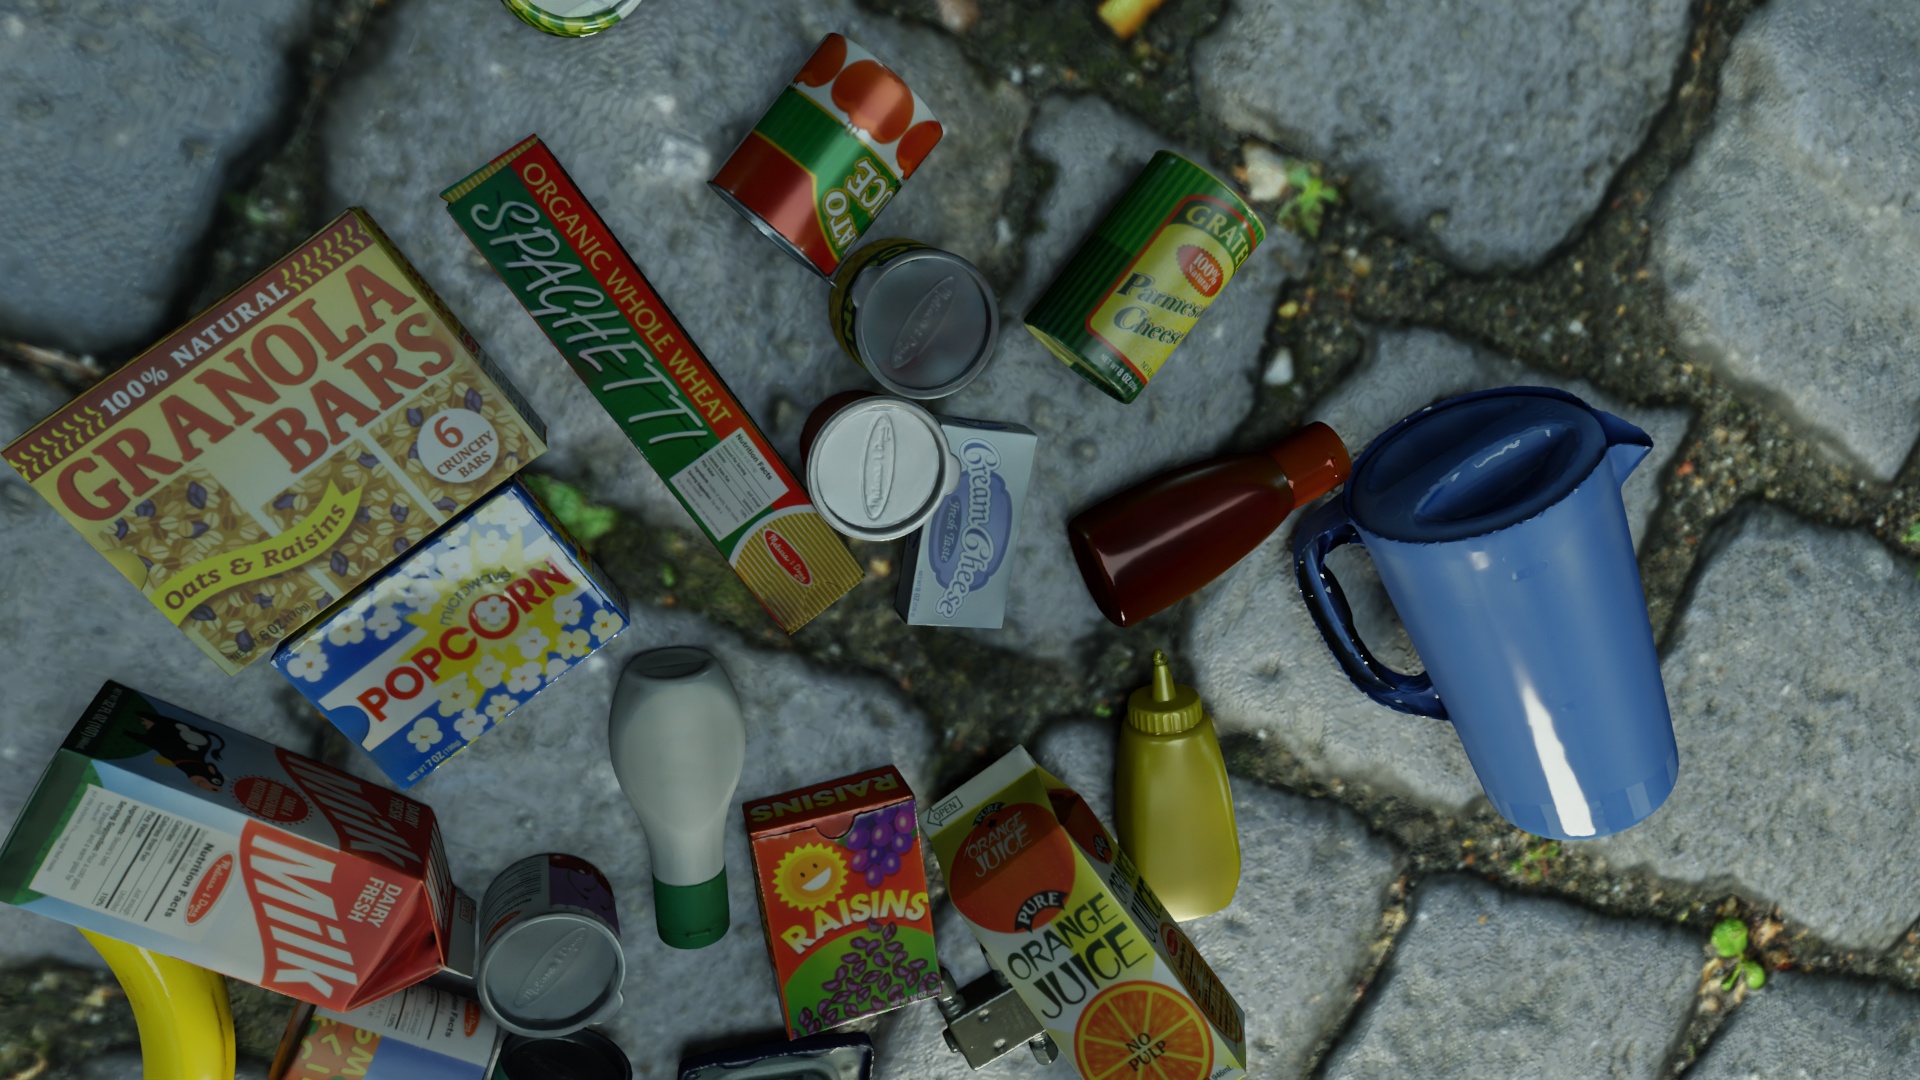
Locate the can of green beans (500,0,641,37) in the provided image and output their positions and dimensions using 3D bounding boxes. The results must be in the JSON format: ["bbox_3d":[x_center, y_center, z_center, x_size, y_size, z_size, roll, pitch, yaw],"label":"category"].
[{"bbox_3d":[-0.156,-0.235,0.551,0.071,0.058,0.071,-5,108,-17],"label":"can of green beans"}]

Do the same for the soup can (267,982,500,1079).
[{"bbox_3d":[-0.272,0.243,0.655,0.084,0.071,0.071,28,96,-23],"label":"soup can"}]

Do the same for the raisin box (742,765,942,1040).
[{"bbox_3d":[-0.061,0.188,0.723,0.086,0.040,0.123,-12,109,-14],"label":"raisin box"}]

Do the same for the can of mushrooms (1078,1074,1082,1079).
[{"bbox_3d":[0.087,0.293,0.788,0.033,0.071,0.070,-14,110,-12],"label":"can of mushrooms"}]

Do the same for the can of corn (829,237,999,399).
[{"bbox_3d":[-0.025,-0.104,0.635,0.071,0.058,0.071,-6,108,-17],"label":"can of corn"}]

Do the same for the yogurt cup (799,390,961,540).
[{"bbox_3d":[-0.043,-0.039,0.651,0.072,0.054,0.072,-5,108,-17],"label":"yogurt cup"}]

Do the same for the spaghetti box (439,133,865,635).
[{"bbox_3d":[-0.132,-0.065,0.627,0.050,0.029,0.249,-37,114,-5],"label":"spaghetti box"}]

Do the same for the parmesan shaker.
[{"bbox_3d":[0.089,-0.123,0.664,0.071,0.071,0.103,37,93,-24],"label":"parmesan shaker"}]

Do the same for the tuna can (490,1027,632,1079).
[{"bbox_3d":[-0.200,0.272,0.685,0.071,0.071,0.032,17,101,-22],"label":"tuna can"}]

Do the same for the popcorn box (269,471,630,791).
[{"bbox_3d":[-0.225,0.039,0.623,0.127,0.038,0.085,-37,115,-5],"label":"popcorn box"}]

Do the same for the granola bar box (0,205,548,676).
[{"bbox_3d":[-0.278,-0.041,0.580,0.166,0.039,0.124,-37,114,-5],"label":"granola bar box"}]

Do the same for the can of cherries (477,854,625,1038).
[{"bbox_3d":[-0.196,0.196,0.670,0.071,0.058,0.071,-5,107,-18],"label":"can of cherries"}]

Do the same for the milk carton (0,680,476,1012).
[{"bbox_3d":[-0.302,0.142,0.611,0.190,0.072,0.073,30,96,-23],"label":"milk carton"}]

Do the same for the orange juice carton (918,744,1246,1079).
[{"bbox_3d":[0.062,0.202,0.721,0.071,0.073,0.193,-38,86,11],"label":"orange juice carton"}]

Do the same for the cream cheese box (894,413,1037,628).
[{"bbox_3d":[0.002,-0.009,0.692,0.053,0.024,0.103,4,105,-21],"label":"cream cheese box"}]

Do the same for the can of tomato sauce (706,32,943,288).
[{"bbox_3d":[-0.056,-0.164,0.601,0.071,0.071,0.083,38,92,-25],"label":"can of tomato sauce"}]

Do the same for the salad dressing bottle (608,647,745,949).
[{"bbox_3d":[-0.136,0.128,0.678,0.064,0.044,0.147,-7,109,-18],"label":"salad dressing bottle"}]

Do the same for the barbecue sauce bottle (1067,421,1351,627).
[{"bbox_3d":[0.132,-0.014,0.724,0.149,0.044,0.064,-27,113,-10],"label":"barbecue sauce bottle"}]

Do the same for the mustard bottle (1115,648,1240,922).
[{"bbox_3d":[0.116,0.130,0.759,0.065,0.049,0.159,-10,109,-9],"label":"mustard bottle"}]
